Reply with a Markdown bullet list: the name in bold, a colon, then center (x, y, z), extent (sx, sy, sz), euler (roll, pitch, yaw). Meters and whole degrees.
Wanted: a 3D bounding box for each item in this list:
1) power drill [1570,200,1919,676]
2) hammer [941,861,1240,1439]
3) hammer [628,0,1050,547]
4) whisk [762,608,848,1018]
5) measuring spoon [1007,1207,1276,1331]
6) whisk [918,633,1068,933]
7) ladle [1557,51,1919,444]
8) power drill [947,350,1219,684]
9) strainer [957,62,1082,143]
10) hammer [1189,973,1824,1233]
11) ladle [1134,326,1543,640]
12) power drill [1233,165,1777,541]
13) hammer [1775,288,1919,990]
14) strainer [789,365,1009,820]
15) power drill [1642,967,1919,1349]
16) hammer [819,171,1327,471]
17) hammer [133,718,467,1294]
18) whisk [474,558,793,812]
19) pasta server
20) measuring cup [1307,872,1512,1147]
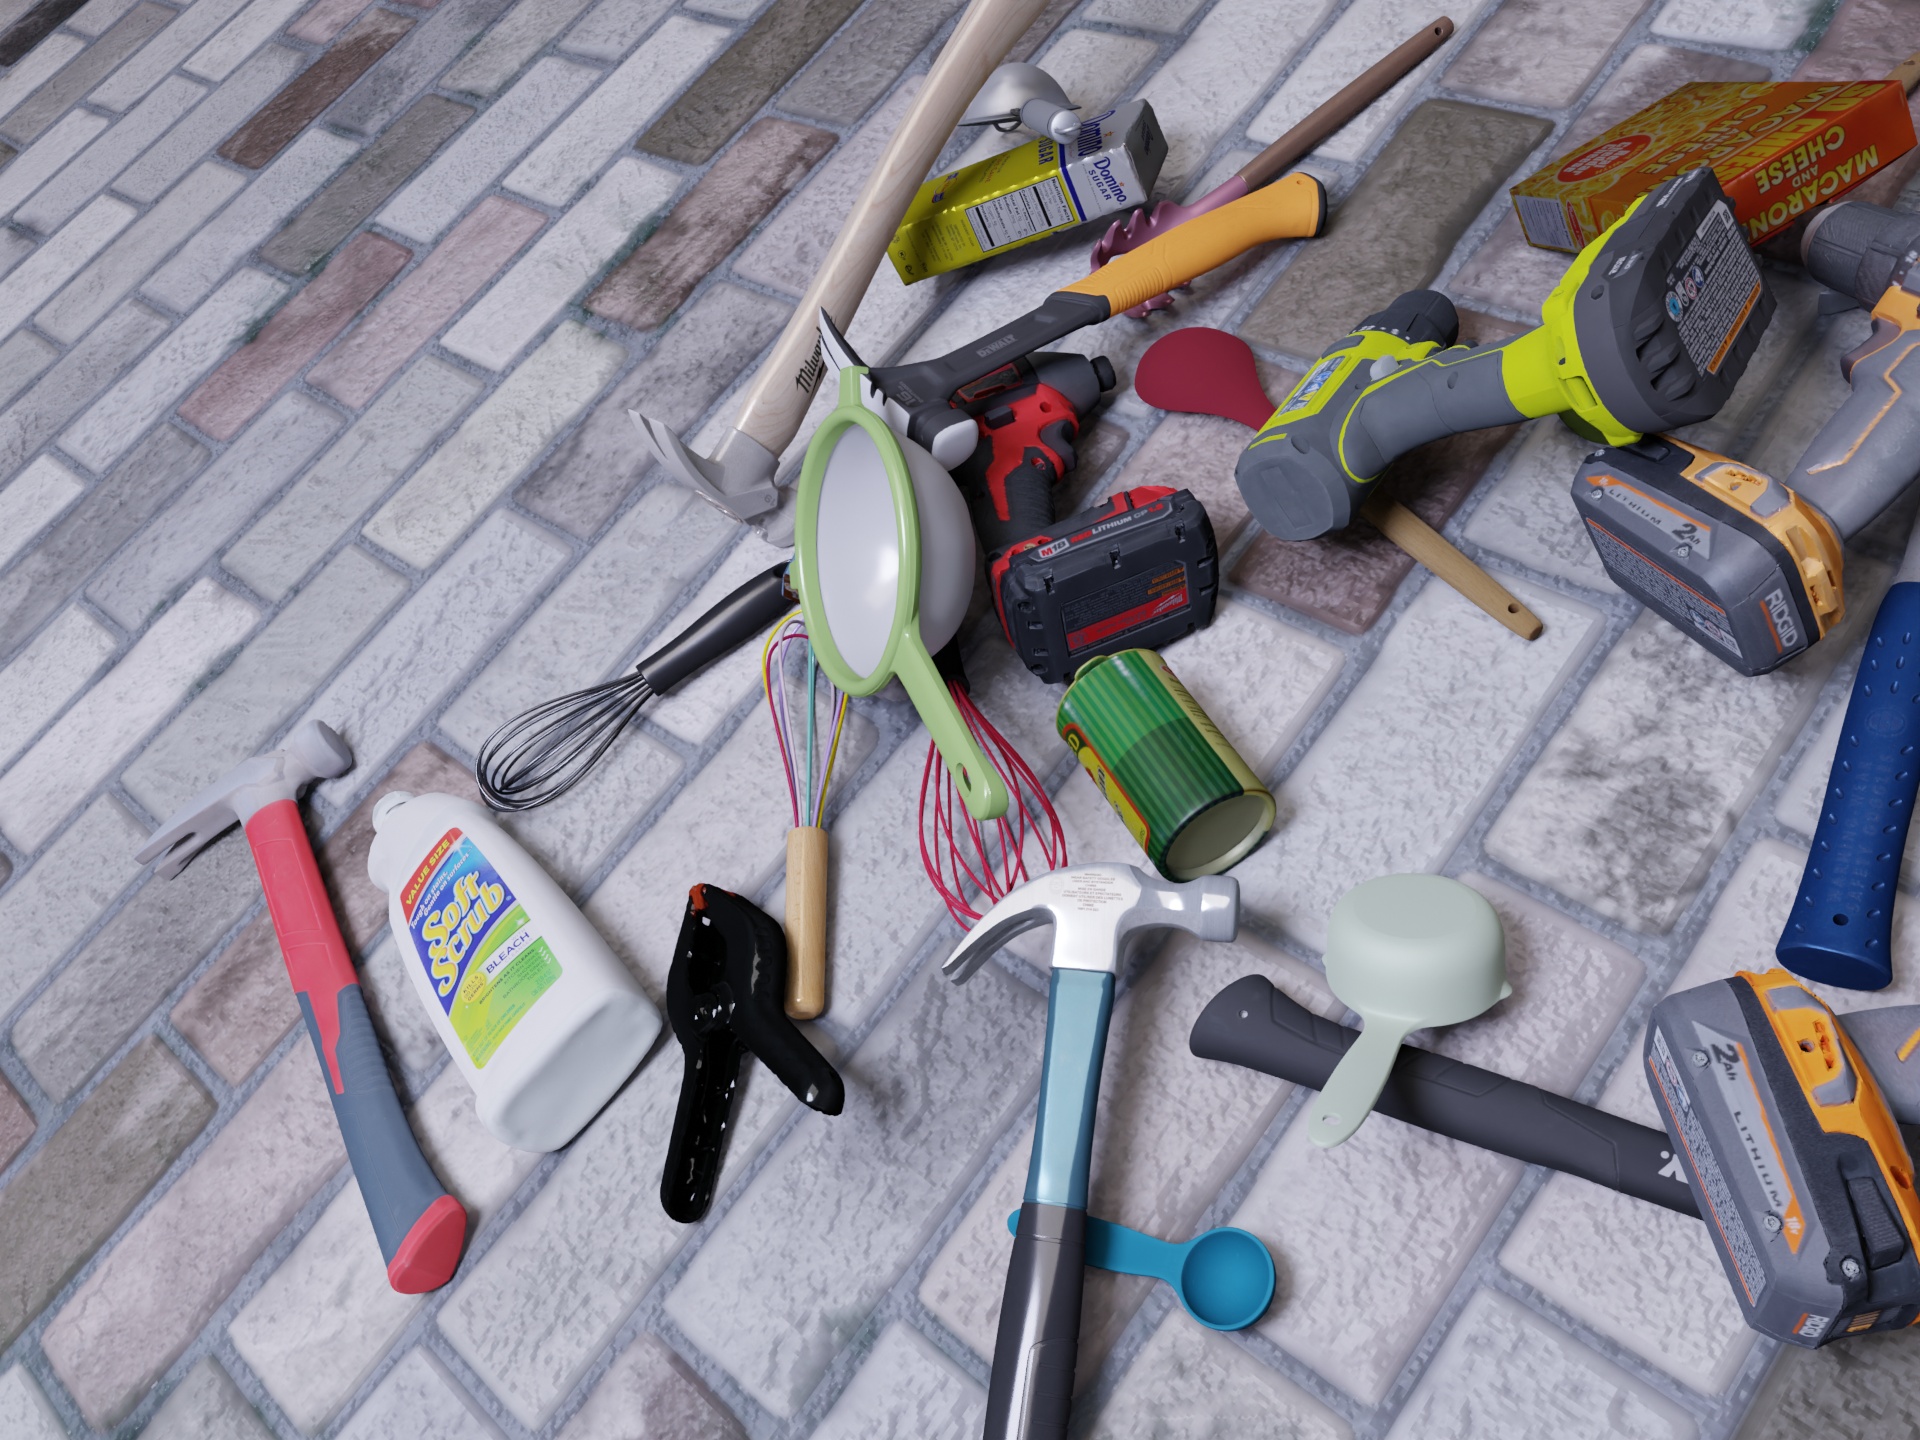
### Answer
- **power drill**: center (0.394, -0.144, 0.724), extent (0.226, 0.084, 0.186), euler (-39, 37, 6)
- **hammer**: center (0.039, 0.219, 0.669), extent (0.128, 0.033, 0.331), euler (3, 68, 15)
- **hammer**: center (-0.053, -0.311, 0.958), extent (0.038, 0.146, 0.410), euler (26, 85, 33)
- **whisk**: center (-0.086, 0.043, 0.863), extent (0.047, 0.051, 0.245), euler (6, 60, -14)
- **measuring spoon**: center (0.078, 0.233, 0.688), extent (0.129, 0.021, 0.042), euler (4, 59, 35)
- **whisk**: center (-0.001, -0.003, 0.851), extent (0.073, 0.073, 0.296), euler (-23, 46, 7)
- **ladle**: center (0.433, -0.263, 0.863), extent (0.320, 0.062, 0.078), euler (-41, 45, -16)
- **power drill**: center (0.053, -0.132, 0.898), extent (0.143, 0.078, 0.220), euler (-22, 47, -7)
- **strainer**: center (0.048, -0.395, 1.027), extent (0.087, 0.050, 0.259), euler (-10, 26, -4)
- **hammer**: center (0.250, 0.175, 0.641), extent (0.335, 0.035, 0.146), euler (14, 64, 29)
- **ladle**: center (0.200, -0.139, 0.878), extent (0.069, 0.031, 0.316), euler (-37, 54, -6)
- **power drill**: center (0.263, -0.181, 0.781), extent (0.228, 0.080, 0.191), euler (-12, 30, 51)
- **hammer**: center (0.435, -0.067, 0.726), extent (0.144, 0.035, 0.406), euler (14, 65, 29)
- **strainer**: center (-0.012, -0.052, 0.805), extent (0.069, 0.151, 0.257), euler (-6, 48, -27)
- **power drill**: center (0.375, 0.143, 0.541), extent (0.226, 0.084, 0.164), euler (-15, 53, 7)
- **hammer**: center (0.081, -0.254, 0.933), extent (0.337, 0.034, 0.127), euler (-30, 58, -22)
- **hammer**: center (-0.370, 0.163, 0.901), extent (0.143, 0.038, 0.387), euler (-36, 52, -2)
- **whisk**: center (-0.187, -0.026, 0.951), extent (0.239, 0.055, 0.055), euler (-36, 52, -9)
- **pasta server**: center (0.202, -0.360, 1.017), extent (0.316, 0.060, 0.040), euler (-39, 12, -9)
- **measuring cup**: center (0.175, 0.114, 0.657), extent (0.083, 0.038, 0.167), euler (7, 27, 30)
